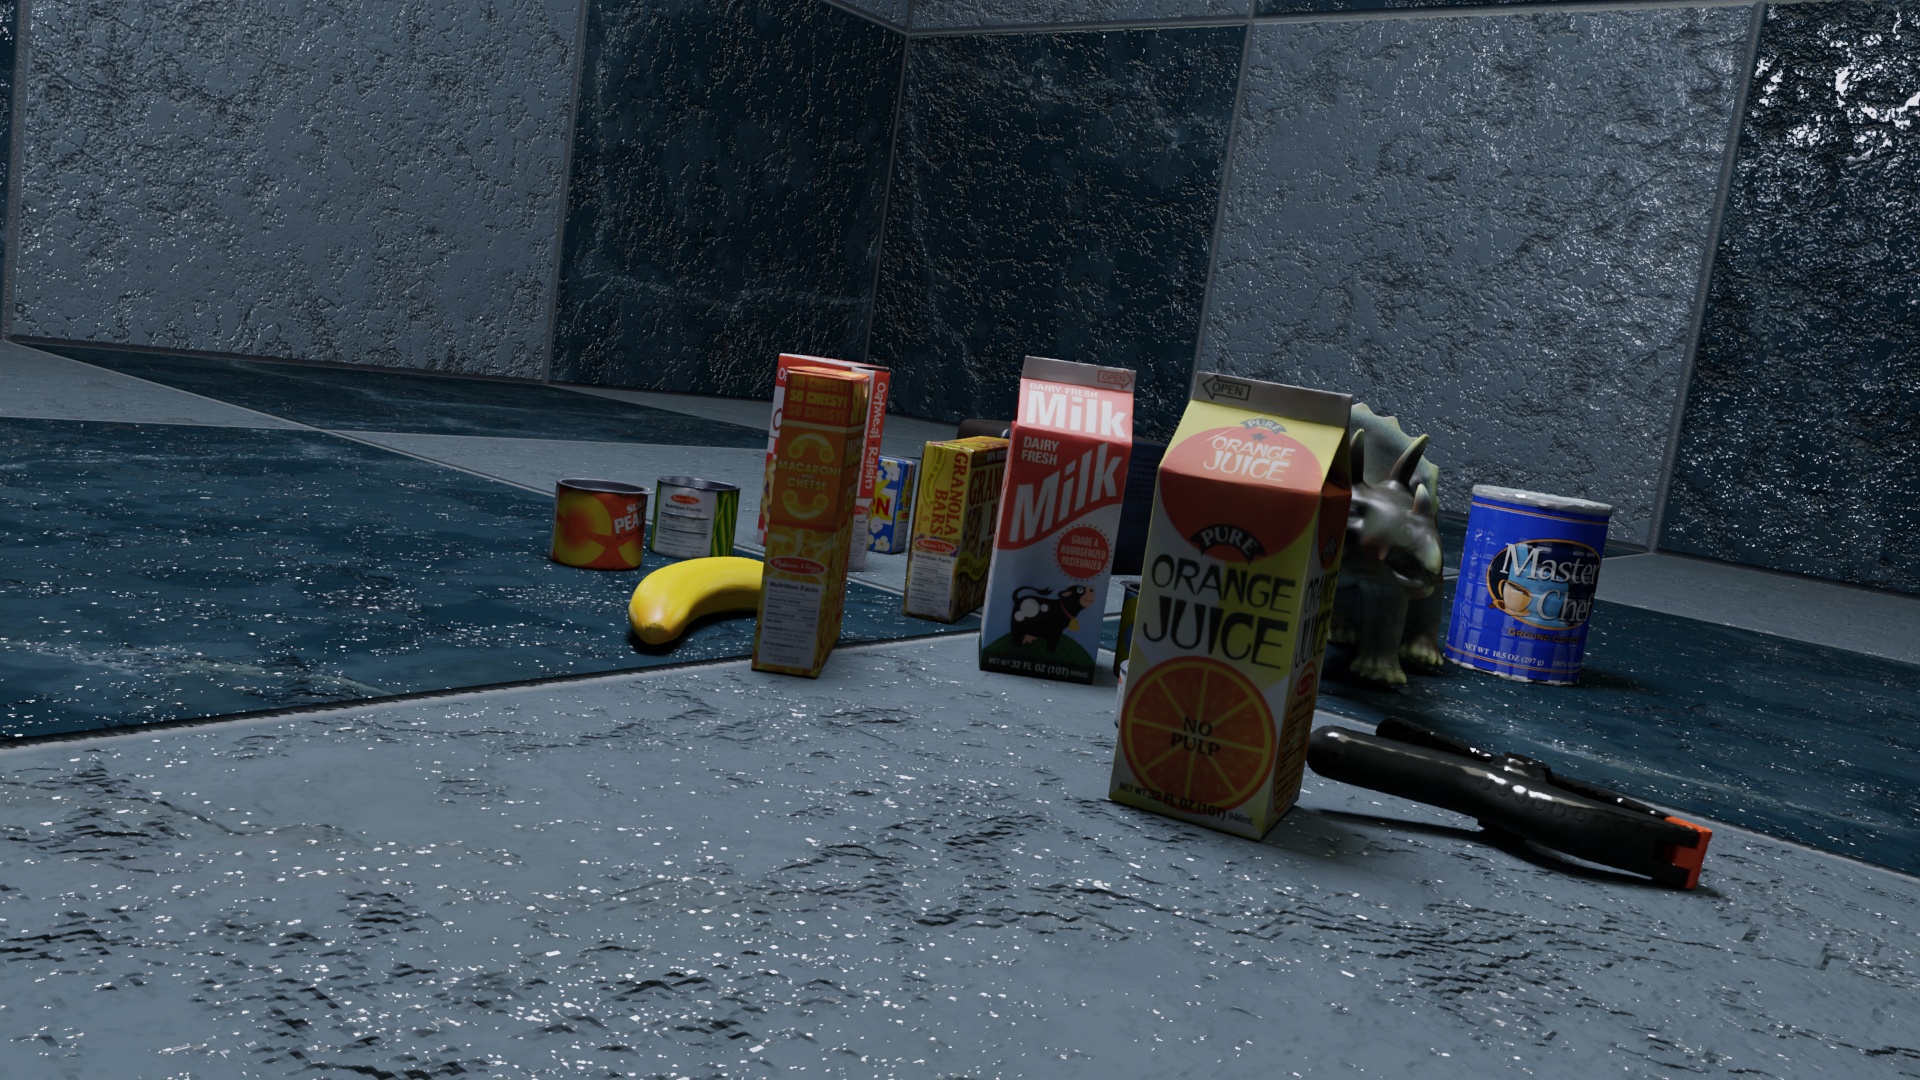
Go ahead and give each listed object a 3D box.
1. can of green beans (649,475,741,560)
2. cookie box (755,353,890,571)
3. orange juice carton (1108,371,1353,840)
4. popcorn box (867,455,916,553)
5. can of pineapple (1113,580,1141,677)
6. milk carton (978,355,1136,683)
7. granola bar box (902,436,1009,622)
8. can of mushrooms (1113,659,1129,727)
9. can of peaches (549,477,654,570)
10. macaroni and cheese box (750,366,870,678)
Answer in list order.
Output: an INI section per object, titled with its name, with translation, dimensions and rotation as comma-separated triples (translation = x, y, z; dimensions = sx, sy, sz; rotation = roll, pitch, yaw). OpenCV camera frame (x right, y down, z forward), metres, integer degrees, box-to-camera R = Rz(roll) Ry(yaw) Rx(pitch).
[can of green beans]
translation = -0.211, -0.018, 1.102
dimensions = 0.071, 0.057, 0.071
rotation = 8, 7, -1
[cookie box]
translation = -0.116, -0.068, 1.158
dimensions = 0.040, 0.167, 0.123
rotation = 3, 9, -37
[orange juice carton]
translation = 0.124, 0.025, 0.618
dimensions = 0.072, 0.192, 0.073
rotation = 11, 8, 25
[popcorn box]
translation = -0.108, -0.040, 1.275
dimensions = 0.127, 0.085, 0.038
rotation = 10, 7, 18
[can of pineapple]
translation = 0.131, 0.060, 0.877
dimensions = 0.071, 0.057, 0.071
rotation = 8, 7, -1
[milk carton]
translation = 0.060, -0.015, 0.858
dimensions = 0.072, 0.190, 0.073
rotation = 8, 7, -1
[granola bar box]
translation = 0.004, -0.013, 1.037
dimensions = 0.039, 0.124, 0.166
rotation = 10, 7, 13
[can of mushrooms]
translation = 0.119, 0.088, 0.748
dimensions = 0.071, 0.033, 0.071
rotation = 8, 7, -1
[can of peaches]
translation = -0.259, -0.012, 1.005
dimensions = 0.071, 0.058, 0.071
rotation = 8, 7, -1
[macaroni and cheese box]
translation = -0.084, -0.016, 0.808
dimensions = 0.040, 0.166, 0.124
rotation = 8, 7, 0
